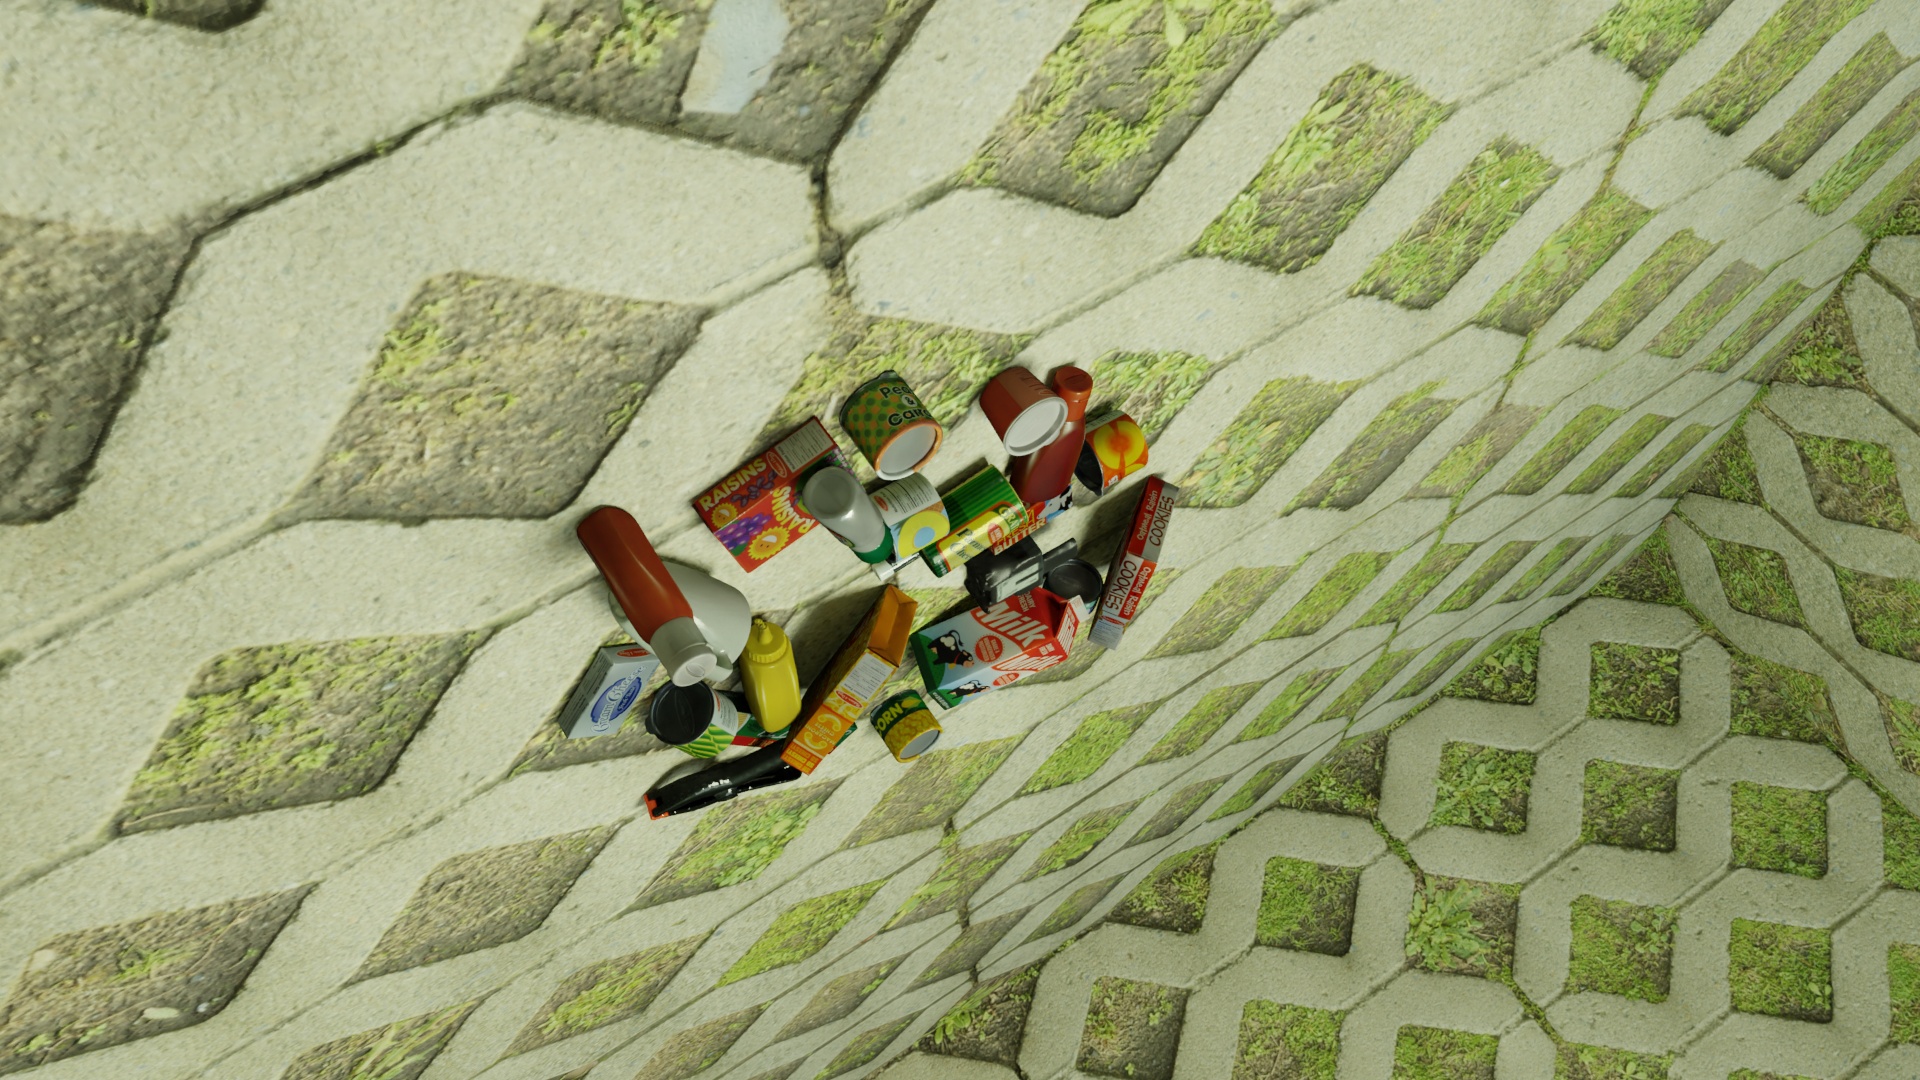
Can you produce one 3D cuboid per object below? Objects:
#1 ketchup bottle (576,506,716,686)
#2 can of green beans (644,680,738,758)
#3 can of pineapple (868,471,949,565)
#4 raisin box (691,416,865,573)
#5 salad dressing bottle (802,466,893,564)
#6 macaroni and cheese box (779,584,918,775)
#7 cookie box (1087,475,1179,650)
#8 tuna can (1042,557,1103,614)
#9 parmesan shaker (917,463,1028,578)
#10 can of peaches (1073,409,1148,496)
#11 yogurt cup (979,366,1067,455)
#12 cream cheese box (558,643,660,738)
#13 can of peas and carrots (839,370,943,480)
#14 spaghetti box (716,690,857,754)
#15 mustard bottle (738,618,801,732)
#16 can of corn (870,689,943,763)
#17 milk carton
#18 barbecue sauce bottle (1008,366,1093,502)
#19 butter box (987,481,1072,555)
[{"bbox_3d":[-0.233,0.042,1.044,0.043,0.149,0.064,-38,153,-1],"label":"ketchup bottle"},{"bbox_3d":[-0.251,0.168,1.311,0.071,0.071,0.057,-37,153,-1],"label":"can of green beans"},{"bbox_3d":[-0.050,-0.020,1.255,0.058,0.071,0.070,-28,152,-17],"label":"can of pineapple"},{"bbox_3d":[-0.148,-0.036,1.144,0.123,0.040,0.086,-36,154,-5],"label":"raisin box"},{"bbox_3d":[-0.087,-0.016,1.141,0.044,0.064,0.147,-46,161,-5],"label":"salad dressing bottle"},{"bbox_3d":[-0.111,0.138,1.388,0.165,0.040,0.124,-51,-169,26],"label":"macaroni and cheese box"},{"bbox_3d":[0.195,0.026,1.578,0.166,0.040,0.123,107,4,-49],"label":"cookie box"},{"bbox_3d":[0.127,0.057,1.583,0.071,0.071,0.032,-22,150,-27],"label":"tuna can"},{"bbox_3d":[0.005,-0.017,1.326,0.103,0.071,0.071,-34,153,-7],"label":"parmesan shaker"},{"bbox_3d":[0.146,-0.087,1.379,0.058,0.071,0.071,-28,152,-19],"label":"can of peaches"},{"bbox_3d":[0.054,-0.118,1.239,0.072,0.054,0.072,-28,152,-17],"label":"yogurt cup"},{"bbox_3d":[-0.311,0.133,1.232,0.053,0.024,0.103,0,135,-48],"label":"cream cheese box"},{"bbox_3d":[-0.055,-0.094,1.142,0.071,0.059,0.070,-29,152,-17],"label":"can of peas and carrots"},{"bbox_3d":[-0.195,0.193,1.459,0.050,0.029,0.250,-43,152,14],"label":"spaghetti box"},{"bbox_3d":[-0.183,0.121,1.323,0.049,0.065,0.159,-23,148,-20],"label":"mustard bottle"},{"bbox_3d":[-0.063,0.218,1.622,0.071,0.058,0.070,-29,152,-17],"label":"can of corn"},{"bbox_3d":[0.049,0.110,1.522,0.190,0.074,0.072,-23,153,4],"label":"milk carton"},{"bbox_3d":[0.091,-0.100,1.323,0.065,0.044,0.147,-21,148,-28],"label":"barbecue sauce bottle"},{"bbox_3d":[0.068,-0.029,1.428,0.104,0.024,0.053,-32,153,-11],"label":"butter box"}]
